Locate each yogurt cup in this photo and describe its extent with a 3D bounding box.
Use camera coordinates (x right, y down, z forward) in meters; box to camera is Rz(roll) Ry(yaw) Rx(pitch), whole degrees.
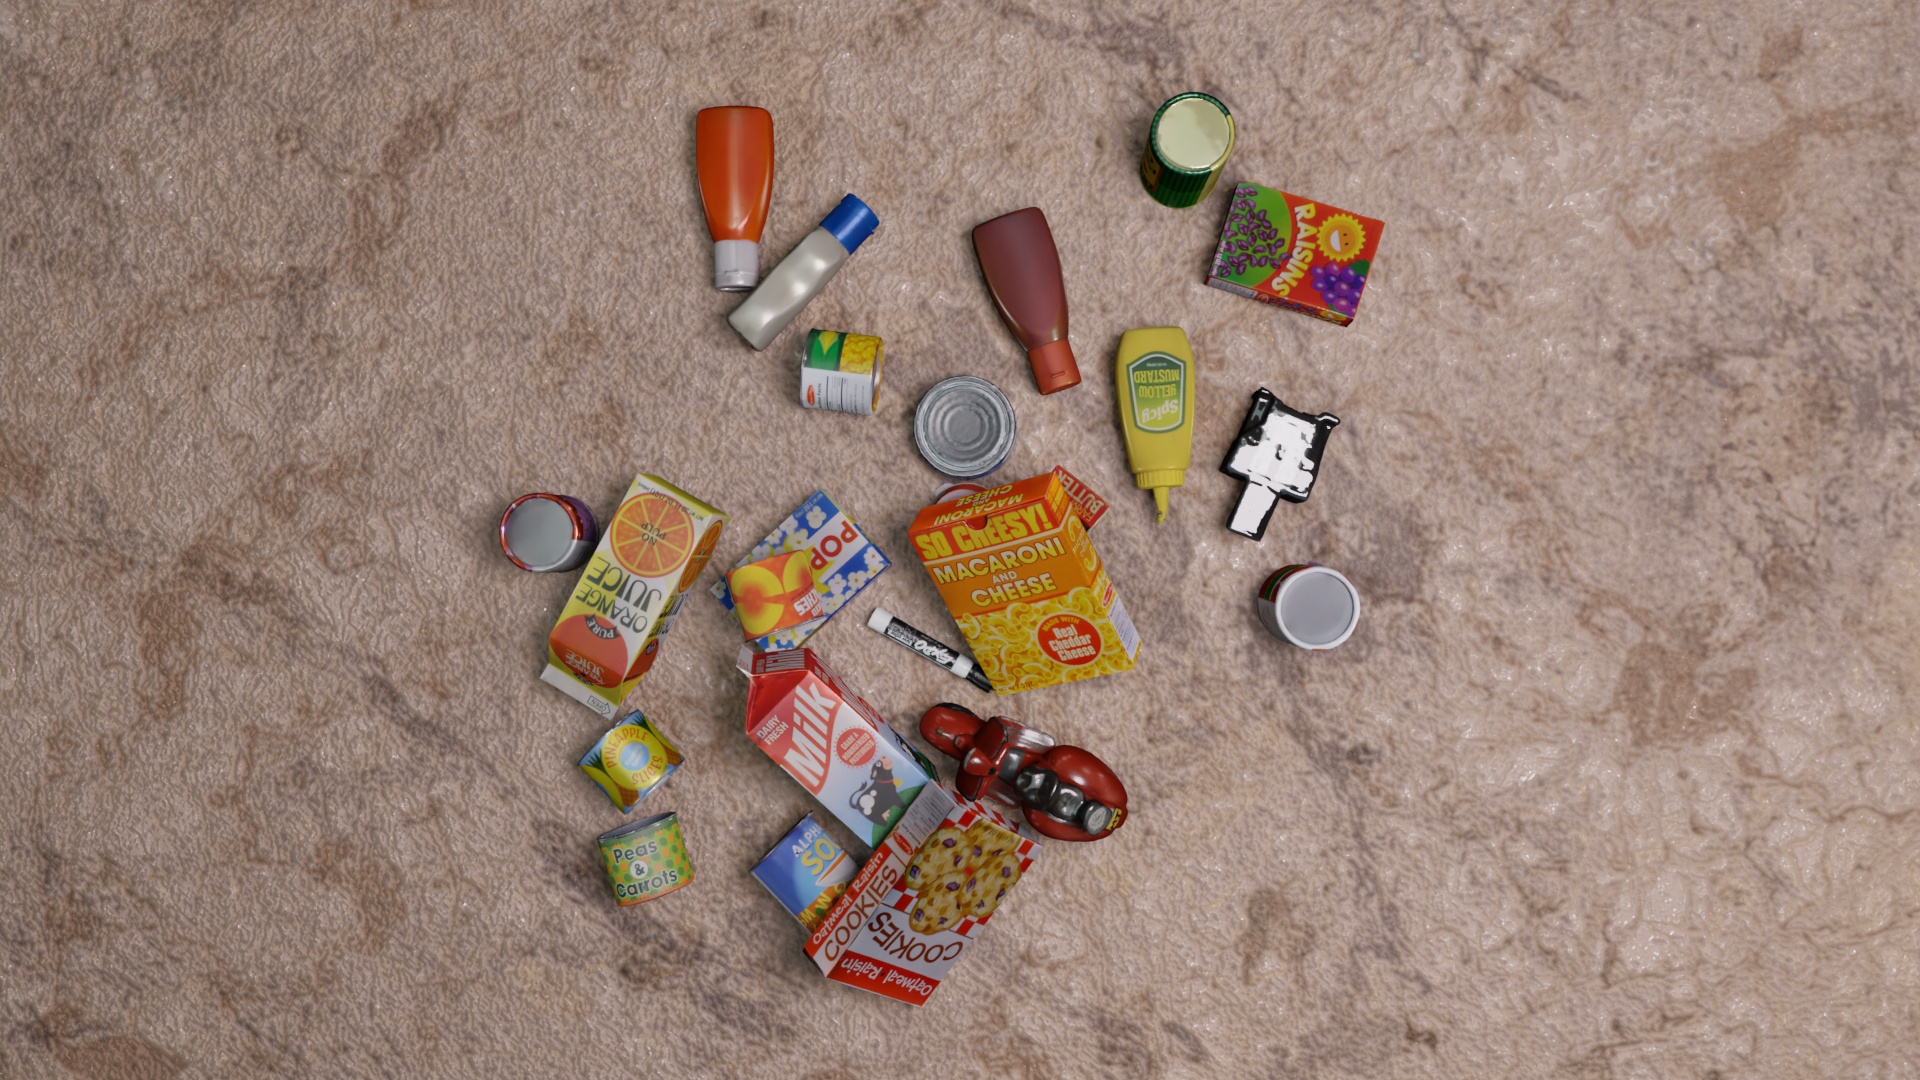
[{"bbox_3d":[0.004,-0.014,1.135,0.072,0.054,0.072,0,90,3],"label":"yogurt cup"}]

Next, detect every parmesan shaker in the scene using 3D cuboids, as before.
[{"bbox_3d":[0.180,-0.313,1.108,0.071,0.103,0.071,0,89,3],"label":"parmesan shaker"}]

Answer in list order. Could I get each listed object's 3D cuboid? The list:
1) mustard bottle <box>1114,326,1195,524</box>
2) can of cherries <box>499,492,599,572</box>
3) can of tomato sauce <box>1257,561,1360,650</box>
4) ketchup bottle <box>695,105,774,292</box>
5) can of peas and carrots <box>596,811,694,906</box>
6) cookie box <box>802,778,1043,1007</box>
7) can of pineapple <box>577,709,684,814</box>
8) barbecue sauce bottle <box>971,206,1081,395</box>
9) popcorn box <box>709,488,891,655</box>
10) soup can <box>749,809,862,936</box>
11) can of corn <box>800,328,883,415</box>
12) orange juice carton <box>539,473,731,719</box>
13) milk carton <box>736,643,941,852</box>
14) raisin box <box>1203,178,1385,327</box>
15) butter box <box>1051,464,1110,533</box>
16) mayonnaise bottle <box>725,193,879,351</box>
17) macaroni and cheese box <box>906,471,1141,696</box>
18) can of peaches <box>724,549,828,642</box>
[{"bbox_3d":[0.161,-0.093,1.131,0.065,0.049,0.160,-4,88,4],"label":"mustard bottle"},{"bbox_3d":[-0.342,-0.008,1.150,0.071,0.058,0.071,0,89,3],"label":"can of cherries"},{"bbox_3d":[0.277,0.051,1.105,0.071,0.083,0.071,0,89,3],"label":"can of tomato sauce"},{"bbox_3d":[-0.187,-0.283,1.156,0.065,0.043,0.148,-1,89,4],"label":"ketchup bottle"},{"bbox_3d":[-0.257,0.260,1.133,0.071,0.071,0.058,-17,89,3],"label":"can of peas and carrots"},{"bbox_3d":[-0.028,0.282,1.100,0.167,0.122,0.040,-53,44,1],"label":"cookie box"},{"bbox_3d":[-0.269,0.181,1.136,0.071,0.071,0.058,-44,88,1],"label":"can of pineapple"},{"bbox_3d":[0.060,-0.195,1.142,0.065,0.043,0.148,-18,88,3],"label":"barbecue sauce bottle"},{"bbox_3d":[-0.131,0.030,1.148,0.126,0.038,0.085,-42,88,1],"label":"popcorn box"},{"bbox_3d":[-0.117,0.272,1.127,0.071,0.071,0.084,-45,88,1],"label":"soup can"},{"bbox_3d":[-0.096,-0.140,1.138,0.058,0.071,0.071,7,89,2],"label":"can of corn"},{"bbox_3d":[-0.270,0.046,1.137,0.072,0.073,0.192,29,91,3],"label":"orange juice carton"},{"bbox_3d":[-0.107,0.154,1.105,0.073,0.072,0.190,-45,101,2],"label":"milk carton"},{"bbox_3d":[0.272,-0.234,1.134,0.123,0.040,0.086,17,89,4],"label":"raisin box"},{"bbox_3d":[0.088,-0.030,1.106,0.053,0.103,0.024,39,87,4],"label":"butter box"},{"bbox_3d":[-0.129,-0.221,1.144,0.041,0.065,0.148,43,87,-5],"label":"mayonnaise bottle"},{"bbox_3d":[0.051,0.038,1.080,0.123,0.040,0.166,-15,117,28],"label":"macaroni and cheese box"},{"bbox_3d":[-0.144,0.043,1.094,0.071,0.071,0.058,-18,88,3],"label":"can of peaches"}]
